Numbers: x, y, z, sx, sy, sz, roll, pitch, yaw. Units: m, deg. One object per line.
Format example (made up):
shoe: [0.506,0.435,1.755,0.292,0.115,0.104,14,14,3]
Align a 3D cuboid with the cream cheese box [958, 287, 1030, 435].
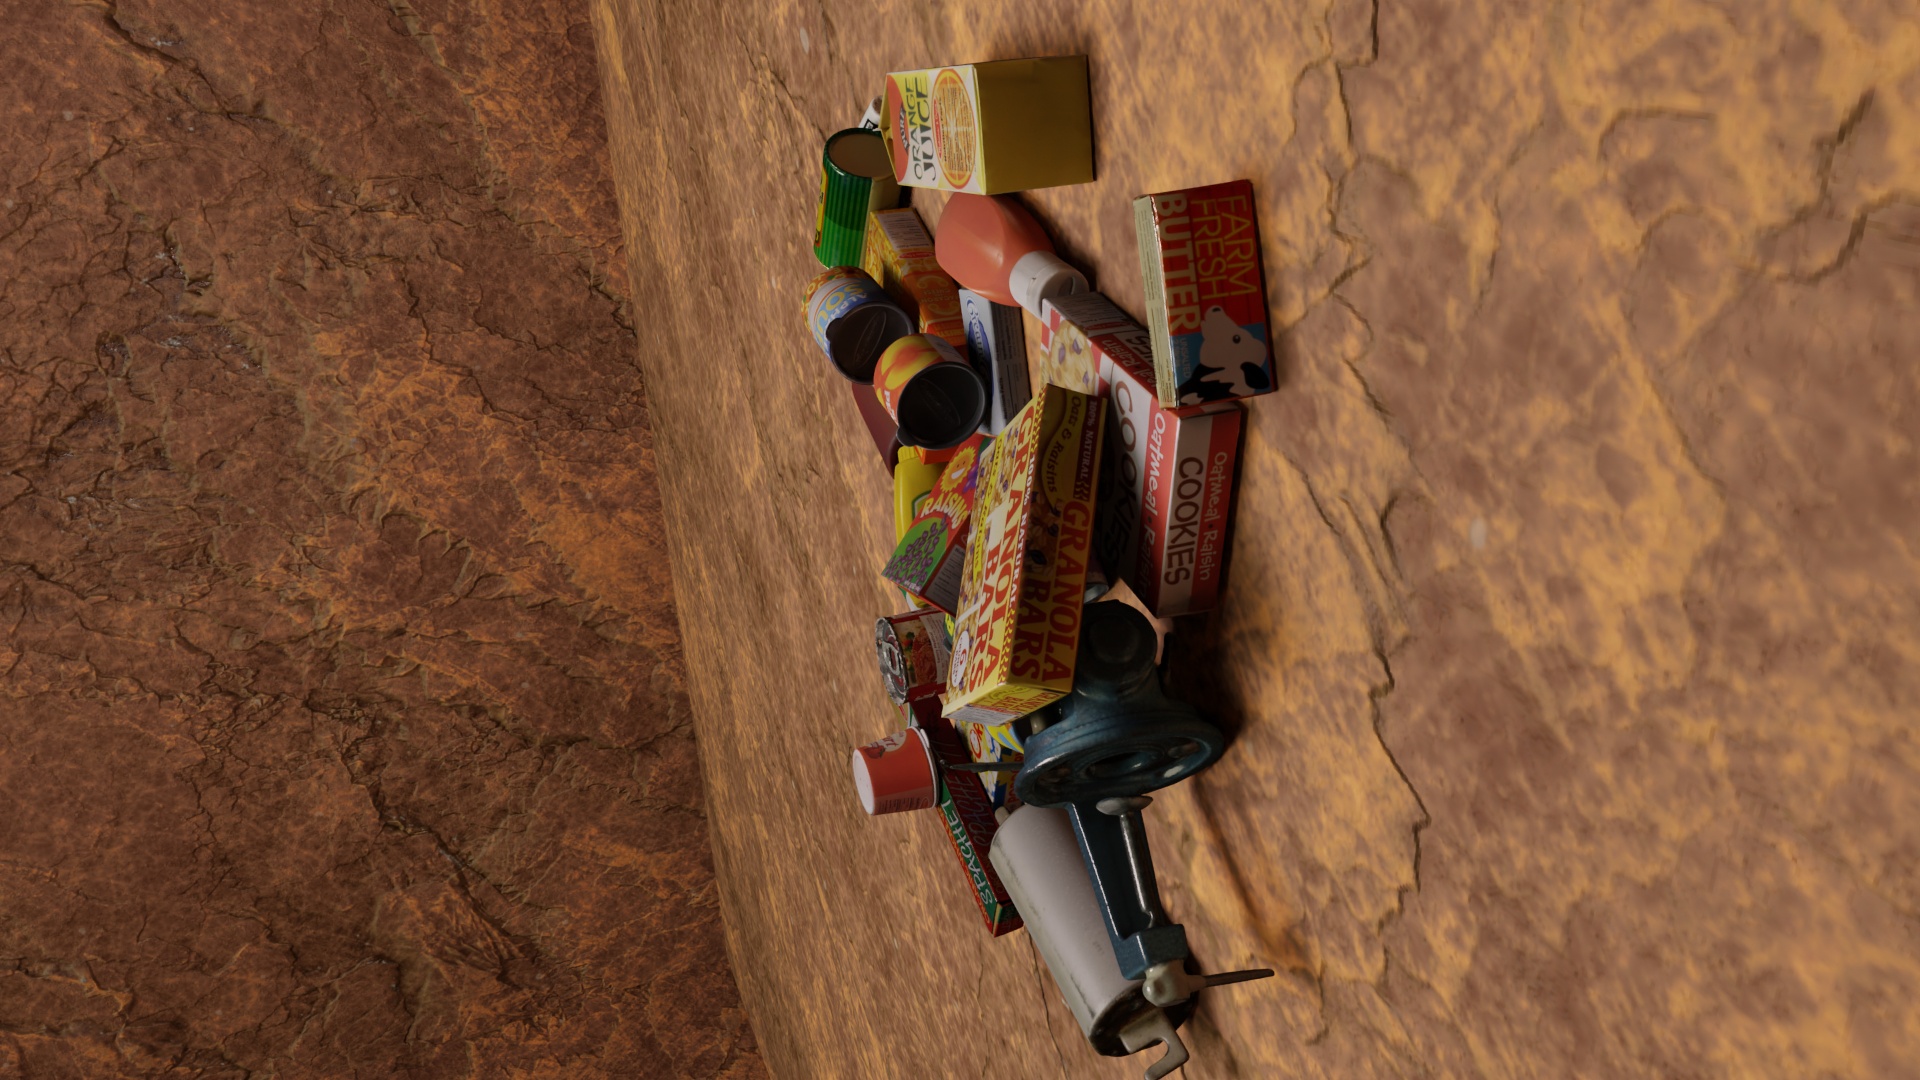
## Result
cream cheese box: [0.025,-0.126,0.966,0.053,0.024,0.103,-160,60,-67]

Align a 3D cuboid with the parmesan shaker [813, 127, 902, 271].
parmesan shaker: [-0.081,-0.275,1.127,0.102,0.071,0.071,105,148,-52]

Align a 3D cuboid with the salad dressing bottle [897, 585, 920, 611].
salad dressing bottle: [-0.019,0.063,1.170,0.064,0.044,0.148,49,-175,-34]

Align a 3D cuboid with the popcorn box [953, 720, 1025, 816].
popcorn box: [0.027,0.170,1.114,0.126,0.038,0.085,96,155,-43]

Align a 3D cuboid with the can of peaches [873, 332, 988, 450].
can of peaches: [-0.023,-0.103,0.968,0.058,0.071,0.071,-125,30,-54]

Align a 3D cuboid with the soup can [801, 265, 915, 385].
soup can: [-0.081,-0.165,1.049,0.084,0.071,0.071,-127,31,-53]

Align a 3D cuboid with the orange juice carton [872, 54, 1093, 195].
orange juice carton: [0.007,-0.258,0.863,0.193,0.072,0.072,-144,46,-63]

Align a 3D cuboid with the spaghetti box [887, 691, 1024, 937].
spaghetti box: [-0.006,0.199,1.119,0.049,0.029,0.251,97,154,-44]

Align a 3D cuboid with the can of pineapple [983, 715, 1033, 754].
can of pineapple: [0.055,0.117,0.963,0.058,0.071,0.071,-179,78,-71]

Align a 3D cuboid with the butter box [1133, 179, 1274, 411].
butter box: [0.116,-0.116,0.661,0.024,0.053,0.103,-164,65,-72]

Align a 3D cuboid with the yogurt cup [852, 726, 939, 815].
yogurt cup: [-0.053,0.188,1.118,0.072,0.054,0.072,169,89,-72]

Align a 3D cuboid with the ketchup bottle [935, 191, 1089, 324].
ketchup bottle: [0.032,-0.178,0.880,0.149,0.043,0.064,51,127,53]

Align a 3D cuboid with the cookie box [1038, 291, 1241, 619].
cookie box: [0.095,-0.052,0.783,0.168,0.040,0.122,-126,30,-53]

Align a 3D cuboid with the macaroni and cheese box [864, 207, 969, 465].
macaroni and cheese box: [-0.033,-0.161,1.089,0.123,0.040,0.167,101,152,-47]

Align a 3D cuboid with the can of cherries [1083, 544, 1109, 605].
can of cherries: [0.056,0.014,0.897,0.071,0.071,0.058,123,132,-64]

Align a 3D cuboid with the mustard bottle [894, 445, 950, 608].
mustard bottle: [-0.024,-0.028,1.110,0.048,0.065,0.160,136,124,-73]

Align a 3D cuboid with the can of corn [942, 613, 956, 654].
can of corn: [0.021,0.048,1.007,0.058,0.071,0.071,101,151,-47]

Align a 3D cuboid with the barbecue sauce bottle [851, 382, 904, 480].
barbecue sauce bottle: [-0.066,-0.121,1.205,0.064,0.044,0.149,98,154,-44]

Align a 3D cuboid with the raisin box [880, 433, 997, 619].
raisin box: [0.003,-0.012,0.965,0.123,0.040,0.086,-59,21,-5]

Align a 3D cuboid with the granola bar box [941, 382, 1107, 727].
granola bar box: [0.035,0.013,0.769,0.124,0.039,0.166,136,145,-68]
